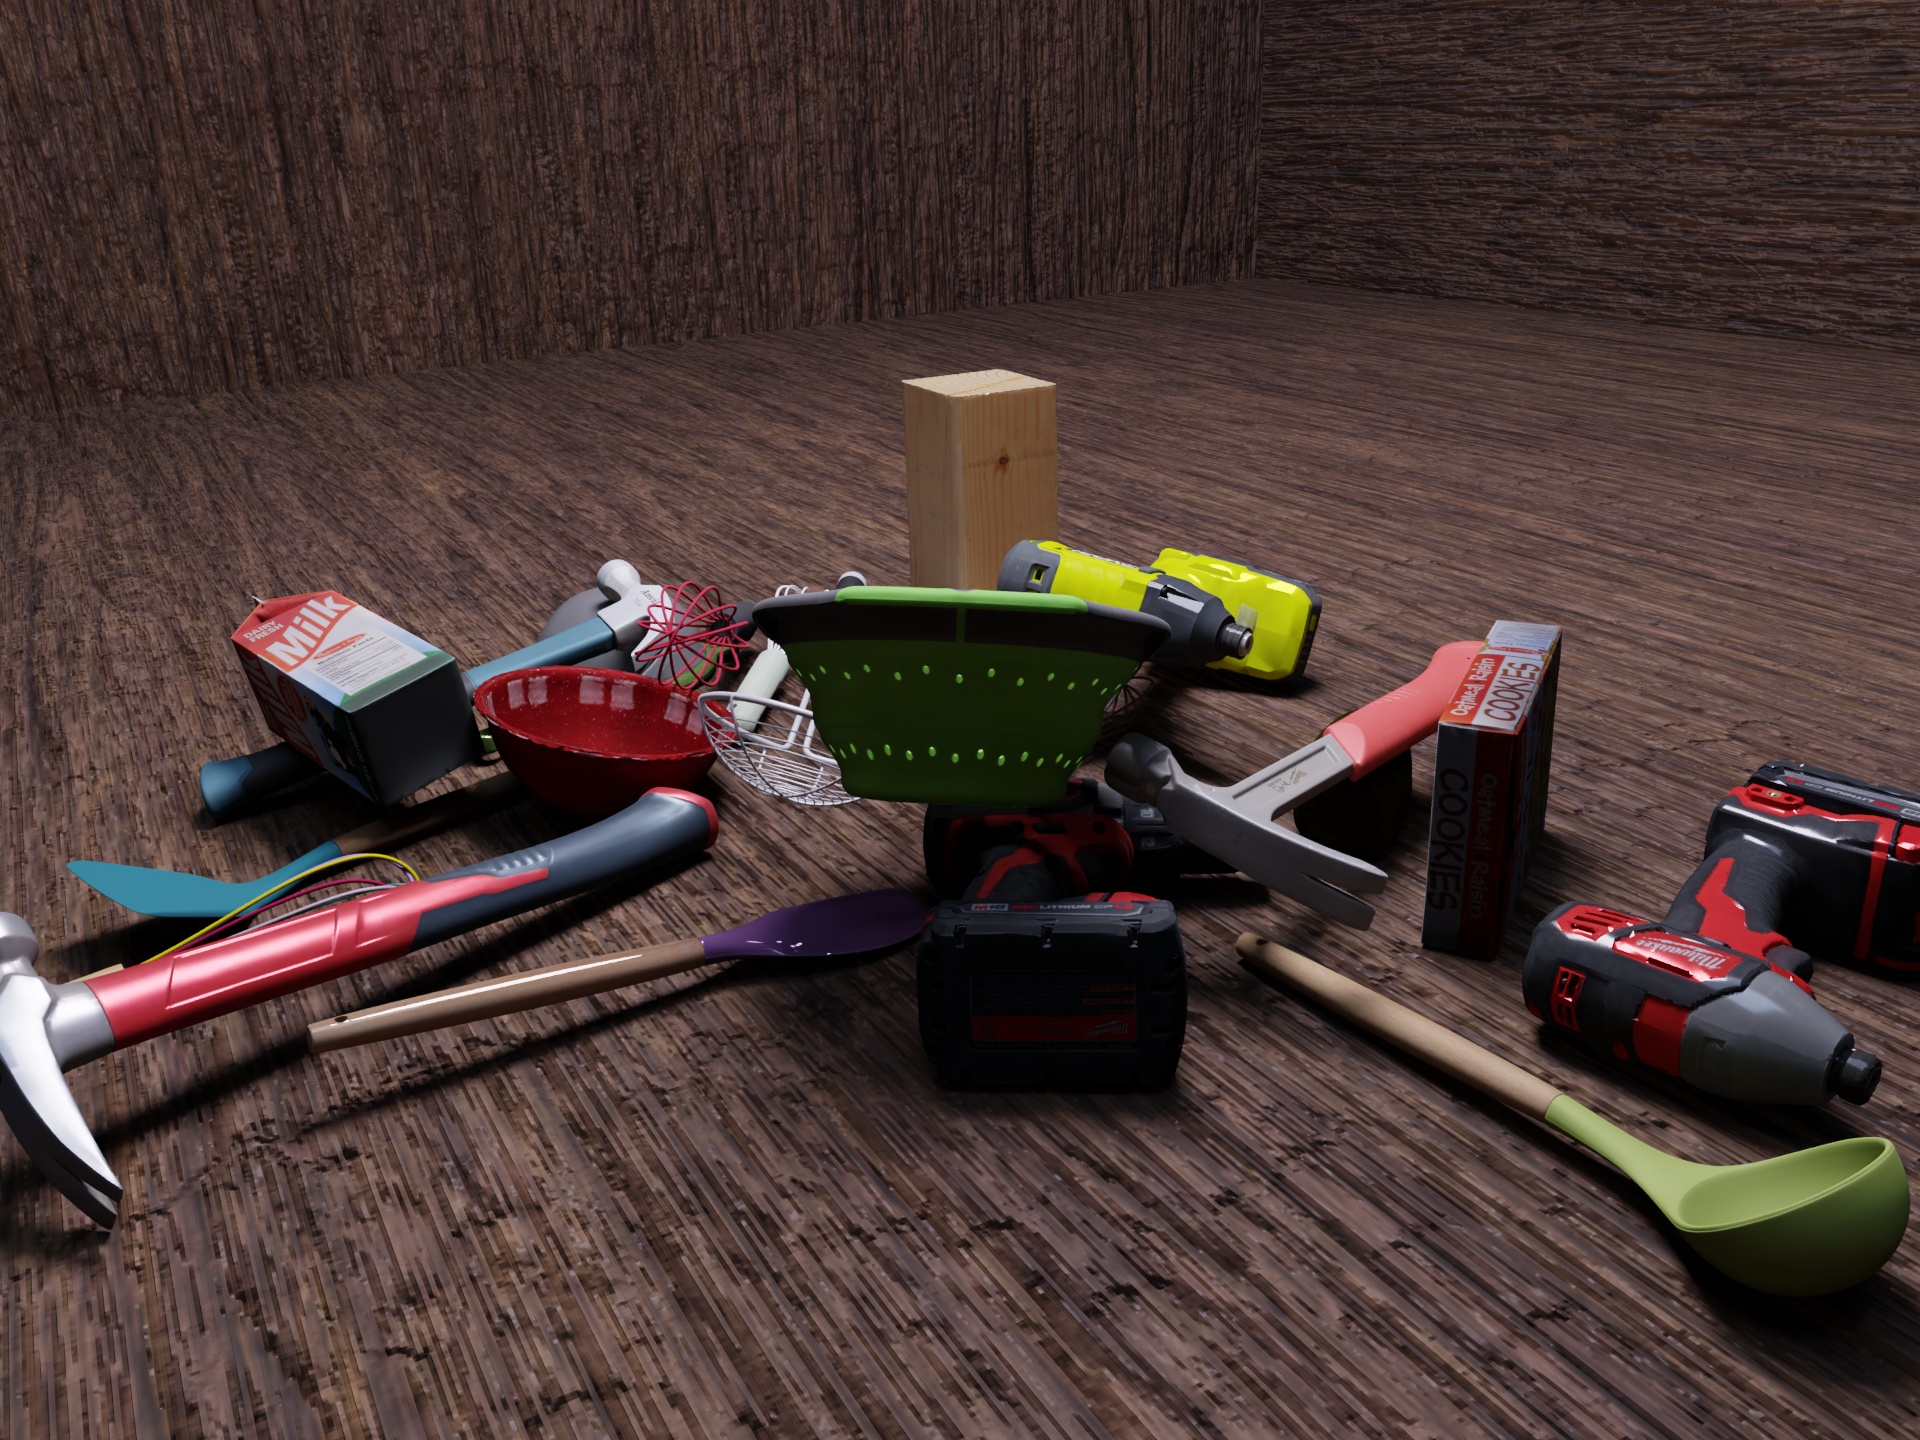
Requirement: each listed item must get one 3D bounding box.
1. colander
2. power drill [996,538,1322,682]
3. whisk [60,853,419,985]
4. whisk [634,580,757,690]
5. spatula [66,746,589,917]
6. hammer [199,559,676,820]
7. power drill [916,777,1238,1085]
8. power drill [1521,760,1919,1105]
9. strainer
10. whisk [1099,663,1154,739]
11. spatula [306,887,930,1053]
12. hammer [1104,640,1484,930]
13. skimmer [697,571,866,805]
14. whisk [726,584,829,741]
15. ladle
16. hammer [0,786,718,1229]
[{"bbox_3d":[-0.001,-0.003,0.860,0.204,0.094,0.397,3,-2,0],"label":"colander"},{"bbox_3d":[0.152,-0.072,1.082,0.171,0.080,0.223,20,12,31],"label":"power drill"},{"bbox_3d":[-0.386,0.125,0.785,0.245,0.047,0.051,-20,29,-29],"label":"whisk"},{"bbox_3d":[-0.170,-0.064,1.113,0.073,0.073,0.296,-2,6,2],"label":"whisk"},{"bbox_3d":[-0.346,0.060,0.937,0.082,0.044,0.317,18,28,35],"label":"spatula"},{"bbox_3d":[-0.342,-0.017,1.068,0.331,0.033,0.128,-26,42,-25],"label":"hammer"},{"bbox_3d":[0.069,0.088,0.787,0.188,0.080,0.227,-1,18,4],"label":"power drill"},{"bbox_3d":[0.375,0.100,0.726,0.219,0.078,0.143,-23,29,-36],"label":"power drill"},{"bbox_3d":[-0.282,-0.048,1.166,0.151,0.069,0.256,5,21,18],"label":"strainer"},{"bbox_3d":[0.065,0.015,1.013,0.055,0.055,0.239,9,28,25],"label":"whisk"},{"bbox_3d":[-0.149,0.119,0.770,0.315,0.018,0.060,-8,23,-33],"label":"spatula"},{"bbox_3d":[0.234,0.013,0.877,0.149,0.036,0.359,29,30,30],"label":"hammer"},{"bbox_3d":[-0.085,-0.048,1.044,0.127,0.090,0.363,17,27,-4],"label":"skimmer"},{"bbox_3d":[-0.137,-0.044,1.185,0.058,0.059,0.246,-34,16,21],"label":"whisk"},{"bbox_3d":[0.227,0.140,0.663,0.078,0.062,0.320,-17,23,-29],"label":"ladle"},{"bbox_3d":[-0.262,0.108,0.780,0.386,0.038,0.143,-17,58,-49],"label":"hammer"}]
